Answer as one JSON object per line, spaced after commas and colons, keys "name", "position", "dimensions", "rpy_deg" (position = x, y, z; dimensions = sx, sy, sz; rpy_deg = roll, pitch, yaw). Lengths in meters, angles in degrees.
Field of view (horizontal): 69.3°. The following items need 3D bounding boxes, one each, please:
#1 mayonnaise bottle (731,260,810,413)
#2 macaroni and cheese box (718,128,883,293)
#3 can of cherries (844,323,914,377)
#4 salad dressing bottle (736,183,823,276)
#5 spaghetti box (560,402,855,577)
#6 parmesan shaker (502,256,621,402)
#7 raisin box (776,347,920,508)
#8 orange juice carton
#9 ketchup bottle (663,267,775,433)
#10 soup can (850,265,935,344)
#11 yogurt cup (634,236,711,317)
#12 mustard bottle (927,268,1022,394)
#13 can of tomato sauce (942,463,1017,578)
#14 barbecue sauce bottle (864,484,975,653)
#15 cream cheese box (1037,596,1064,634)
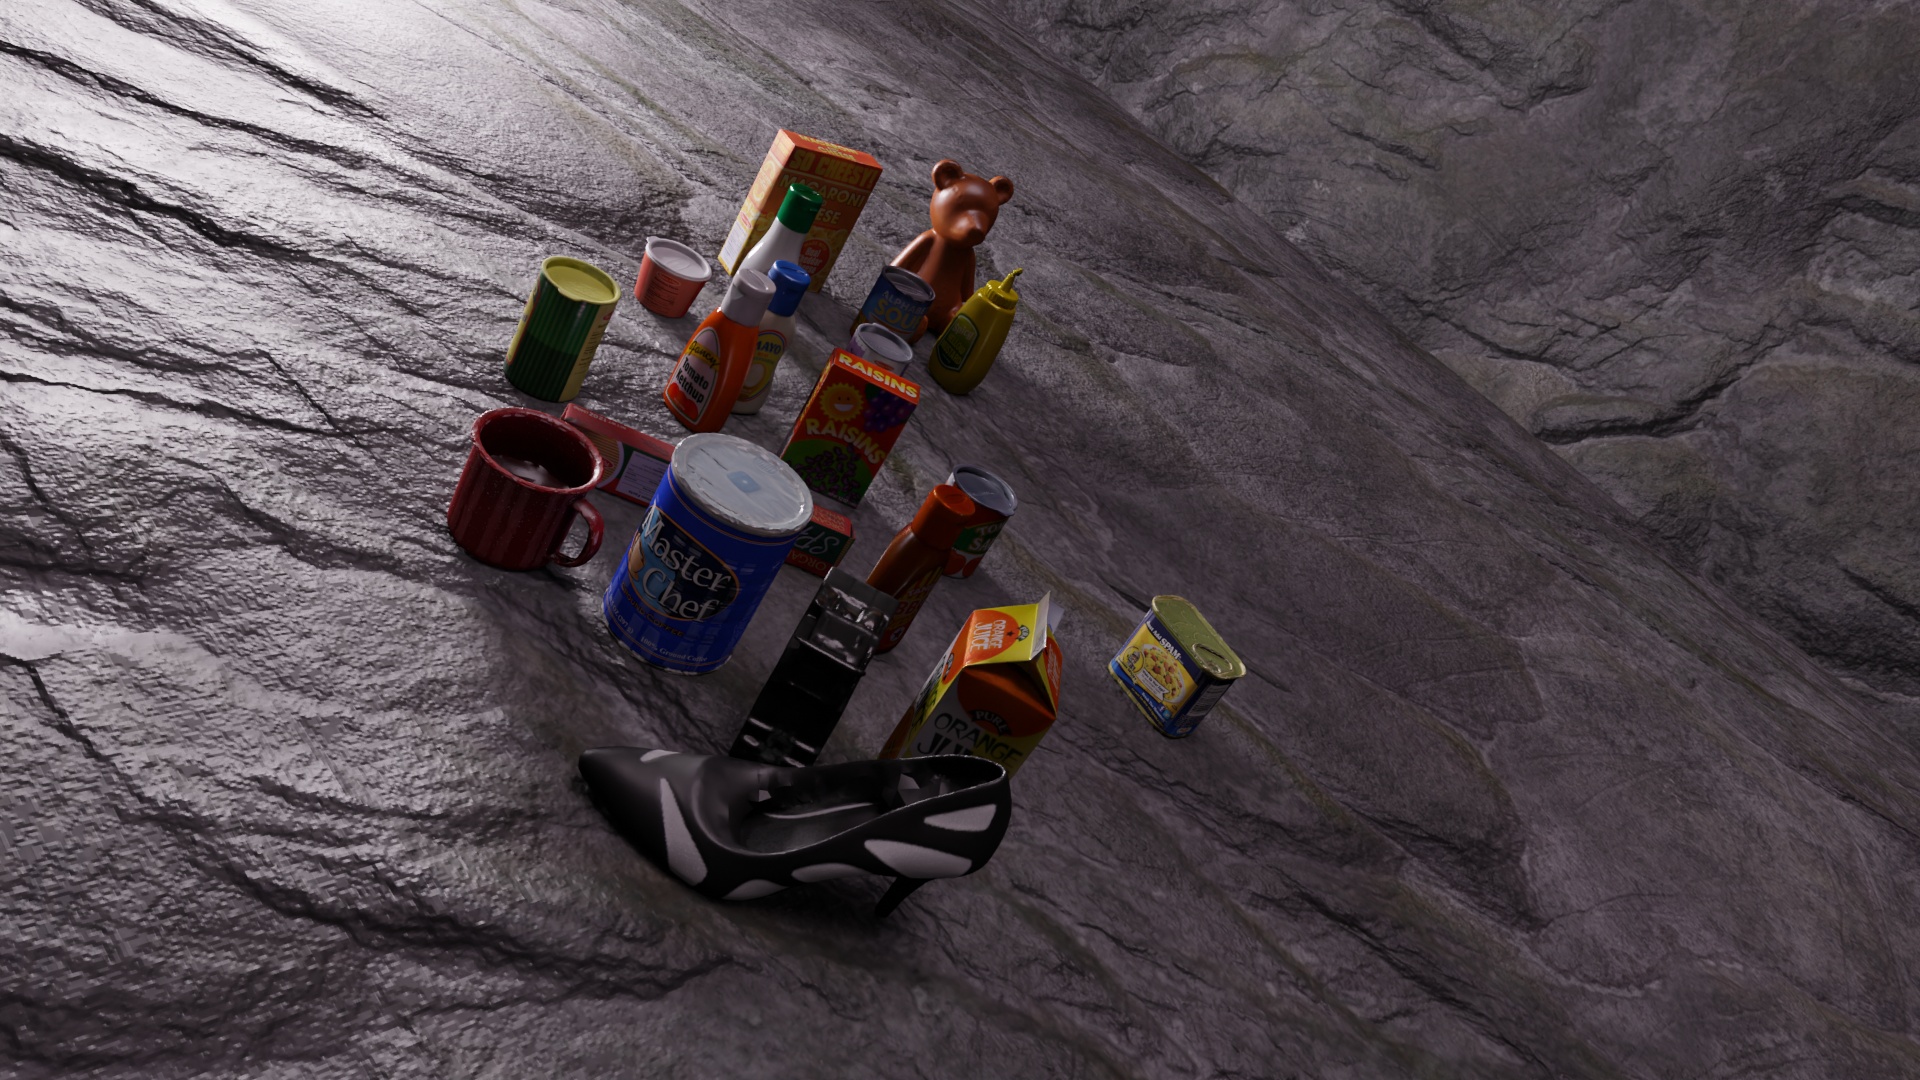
{"name": "mayonnaise bottle", "position": [-0.184, -0.185, 1.266], "dimensions": [0.065, 0.147, 0.041], "rpy_deg": [8, 37, -39]}
{"name": "macaroni and cheese box", "position": [-0.177, -0.360, 1.528], "dimensions": [0.124, 0.165, 0.040], "rpy_deg": [3, 40, -43]}
{"name": "can of cherries", "position": [-0.091, -0.186, 1.455], "dimensions": [0.071, 0.058, 0.072], "rpy_deg": [25, 29, -15]}
{"name": "salad dressing bottle", "position": [-0.189, -0.298, 1.439], "dimensions": [0.064, 0.147, 0.044], "rpy_deg": [-5, 46, -49]}
{"name": "spaghetti box", "position": [-0.206, -0.037, 1.116], "dimensions": [0.250, 0.050, 0.029], "rpy_deg": [23, 30, -18]}
{"name": "parmesan shaker", "position": [-0.331, -0.173, 1.147], "dimensions": [0.071, 0.102, 0.072], "rpy_deg": [25, 29, -15]}
{"name": "raisin box", "position": [-0.101, -0.100, 1.243], "dimensions": [0.086, 0.122, 0.040], "rpy_deg": [25, 29, -14]}
{"name": "orange juice carton", "position": [0.010, 0.120, 0.939], "dimensions": [0.073, 0.191, 0.072], "rpy_deg": [29, 28, -8]}
{"name": "ketchup bottle", "position": [-0.208, -0.168, 1.215], "dimensions": [0.065, 0.148, 0.044], "rpy_deg": [46, 31, 23]}
{"name": "soup can", "position": [-0.076, -0.252, 1.548], "dimensions": [0.071, 0.083, 0.072], "rpy_deg": [25, 29, -15]}
{"name": "yogurt cup", "position": [-0.288, -0.257, 1.375], "dimensions": [0.072, 0.053, 0.073], "rpy_deg": [25, 29, -15]}
{"name": "mustard bottle", "position": [0.023, -0.240, 1.547], "dimensions": [0.049, 0.159, 0.065], "rpy_deg": [-4, 45, -49]}
{"name": "can of tomato sauce", "position": [0.004, -0.016, 1.260], "dimensions": [0.071, 0.082, 0.071], "rpy_deg": [25, 29, -15]}
{"name": "barbecue sauce bottle", "position": [-0.040, 0.022, 1.087], "dimensions": [0.044, 0.148, 0.065], "rpy_deg": [44, 30, 21]}
{"name": "cream cheese box", "position": [0.055, 0.092, 1.172], "dimensions": [0.024, 0.053, 0.104], "rpy_deg": [34, 28, 2]}
